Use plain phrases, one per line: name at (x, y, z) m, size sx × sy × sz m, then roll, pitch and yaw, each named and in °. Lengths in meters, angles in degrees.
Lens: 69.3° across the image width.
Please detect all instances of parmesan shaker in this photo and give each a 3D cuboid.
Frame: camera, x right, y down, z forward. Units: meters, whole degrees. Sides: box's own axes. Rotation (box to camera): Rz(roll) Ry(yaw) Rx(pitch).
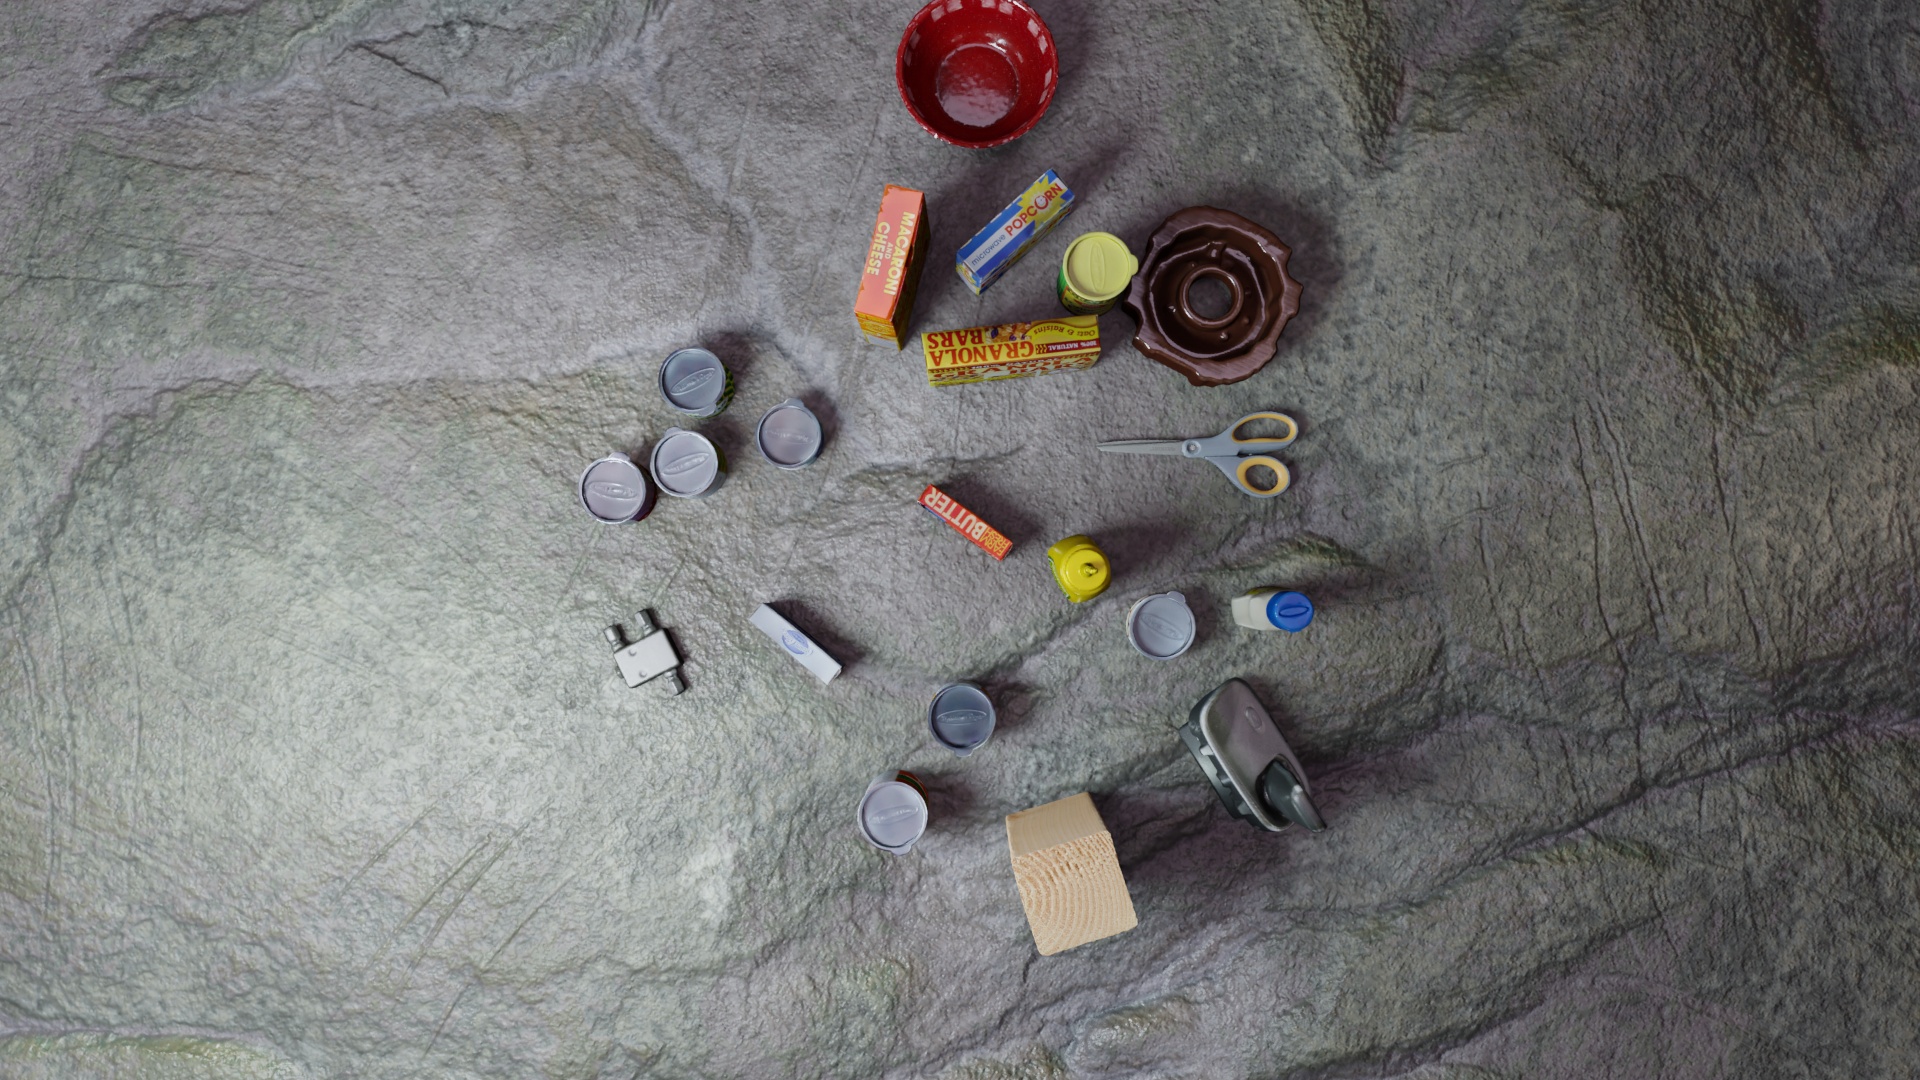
parmesan shaker at (0.133, -0.258, 1.362) m, size 0.071 × 0.103 × 0.071 m, roll 0°, pitch 88°, yaw 0°

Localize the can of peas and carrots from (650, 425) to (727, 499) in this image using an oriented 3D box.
can of peas and carrots at (-0.270, -0.077, 1.378) m, size 0.071 × 0.058 × 0.071 m, roll 0°, pitch 88°, yaw 0°

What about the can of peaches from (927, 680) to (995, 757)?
can of peaches at (0.001, 0.174, 1.370) m, size 0.071 × 0.058 × 0.071 m, roll 0°, pitch 88°, yaw 0°

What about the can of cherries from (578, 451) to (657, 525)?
can of cherries at (-0.337, -0.051, 1.378) m, size 0.071 × 0.058 × 0.071 m, roll 0°, pitch 88°, yaw 0°

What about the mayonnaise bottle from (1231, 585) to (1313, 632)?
mayonnaise bottle at (0.303, 0.065, 1.328) m, size 0.065 × 0.148 × 0.041 m, roll -9°, pitch 89°, yaw 0°

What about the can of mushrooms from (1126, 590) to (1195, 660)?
can of mushrooms at (0.201, 0.084, 1.385) m, size 0.071 × 0.033 × 0.071 m, roll 0°, pitch 88°, yaw 0°

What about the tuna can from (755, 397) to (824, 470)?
tuna can at (-0.170, -0.106, 1.392) m, size 0.071 × 0.033 × 0.071 m, roll 0°, pitch 88°, yaw 0°

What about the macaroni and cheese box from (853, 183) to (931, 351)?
macaroni and cheese box at (-0.062, -0.258, 1.331) m, size 0.040 × 0.166 × 0.123 m, roll 14°, pitch 89°, yaw 1°

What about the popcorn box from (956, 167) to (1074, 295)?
popcorn box at (0.053, -0.303, 1.373) m, size 0.127 × 0.085 × 0.038 m, roll -42°, pitch 89°, yaw -1°

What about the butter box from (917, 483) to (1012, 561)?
butter box at (0.005, -0.017, 1.379) m, size 0.103 × 0.053 × 0.024 m, roll 36°, pitch 89°, yaw 1°

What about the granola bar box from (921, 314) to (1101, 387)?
granola bar box at (0.048, -0.182, 1.349) m, size 0.166 × 0.124 × 0.039 m, roll -6°, pitch 89°, yaw 0°

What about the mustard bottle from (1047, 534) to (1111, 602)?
mustard bottle at (0.115, 0.027, 1.324) m, size 0.049 × 0.160 × 0.065 m, roll -26°, pitch 89°, yaw 0°

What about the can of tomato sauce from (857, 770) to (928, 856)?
can of tomato sauce at (-0.063, 0.264, 1.354) m, size 0.071 × 0.083 × 0.071 m, roll 0°, pitch 88°, yaw 0°

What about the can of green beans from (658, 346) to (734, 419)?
can of green beans at (-0.262, -0.156, 1.382) m, size 0.071 × 0.058 × 0.071 m, roll 0°, pitch 88°, yaw 0°

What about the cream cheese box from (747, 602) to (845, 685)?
cream cheese box at (-0.161, 0.101, 1.375) m, size 0.104 × 0.053 × 0.024 m, roll 39°, pitch 89°, yaw 1°
